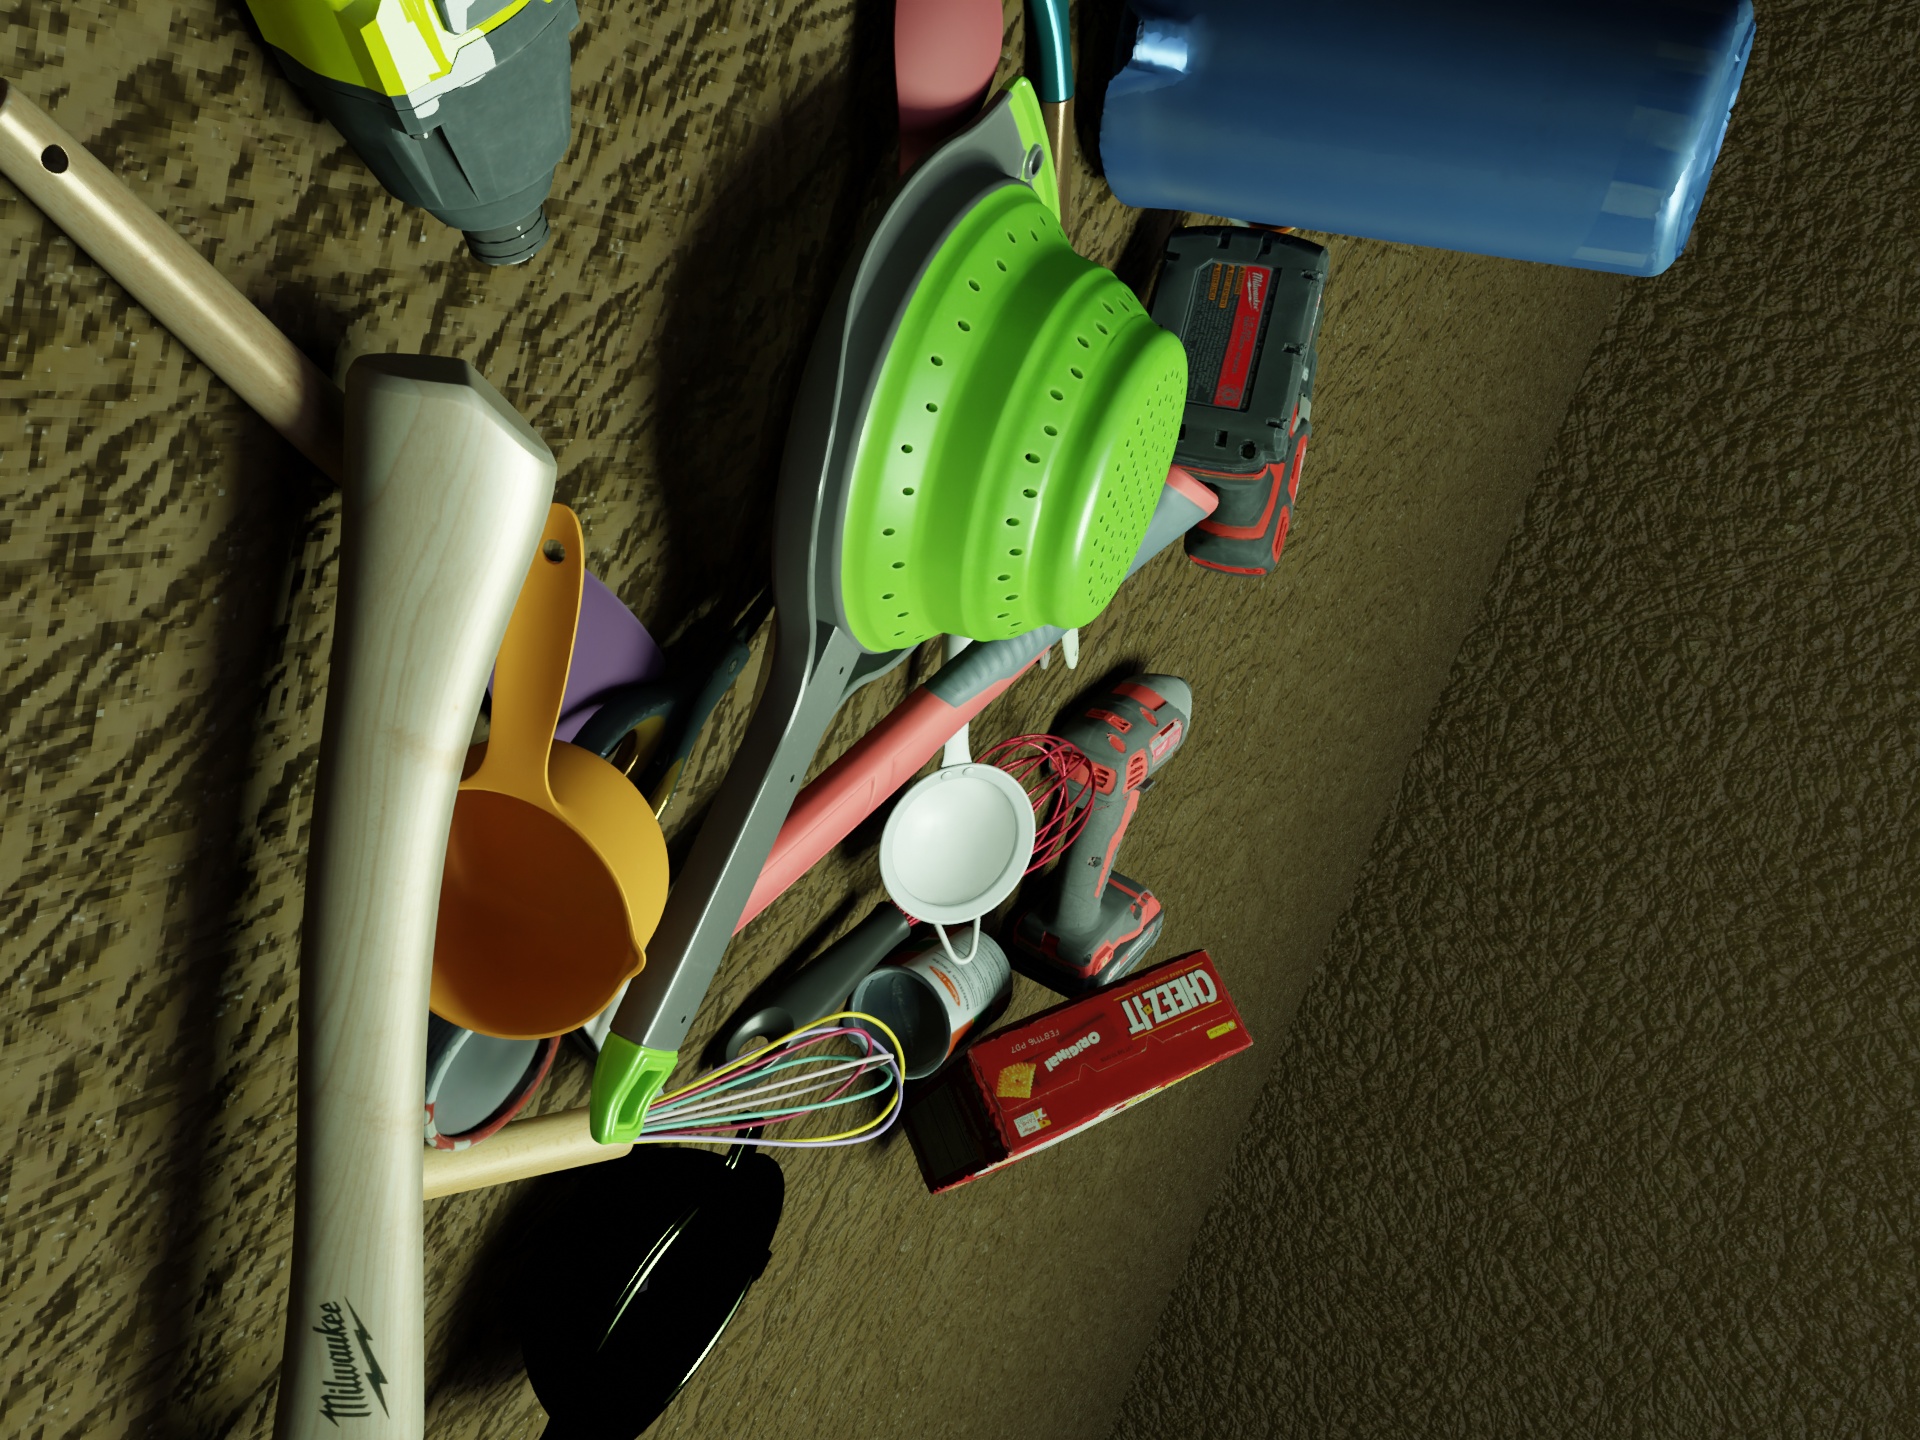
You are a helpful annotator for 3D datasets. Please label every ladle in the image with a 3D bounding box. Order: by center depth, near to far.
[{"bbox_3d":[-0.037,-0.124,0.578,0.069,0.031,0.315,-21,131,-64],"label":"ladle"}]

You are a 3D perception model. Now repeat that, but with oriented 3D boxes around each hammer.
[{"bbox_3d":[-0.179,0.101,0.451,0.146,0.038,0.410,3,114,-23],"label":"hammer"},{"bbox_3d":[-0.018,0.012,0.711,0.386,0.038,0.143,-42,152,-24],"label":"hammer"}]

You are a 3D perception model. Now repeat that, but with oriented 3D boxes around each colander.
[{"bbox_3d":[-0.011,-0.024,0.563,0.397,0.094,0.204,-66,165,-8],"label":"colander"}]

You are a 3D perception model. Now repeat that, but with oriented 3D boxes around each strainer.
[{"bbox_3d":[-0.179,0.278,0.683,0.256,0.069,0.151,-46,155,-36],"label":"strainer"},{"bbox_3d":[-0.001,-0.002,0.780,0.087,0.050,0.258,-8,116,-24],"label":"strainer"}]

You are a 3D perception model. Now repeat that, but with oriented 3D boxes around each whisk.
[{"bbox_3d":[-0.118,0.155,0.638,0.244,0.051,0.047,-1,112,-42],"label":"whisk"},{"bbox_3d":[-0.022,0.094,0.846,0.296,0.073,0.073,-40,149,-35],"label":"whisk"}]

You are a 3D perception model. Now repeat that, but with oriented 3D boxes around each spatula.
[{"bbox_3d":[-0.151,-0.056,0.437,0.060,0.018,0.315,-60,159,-14],"label":"spatula"},{"bbox_3d":[0.043,-0.226,0.648,0.082,0.044,0.317,-34,149,-25],"label":"spatula"}]

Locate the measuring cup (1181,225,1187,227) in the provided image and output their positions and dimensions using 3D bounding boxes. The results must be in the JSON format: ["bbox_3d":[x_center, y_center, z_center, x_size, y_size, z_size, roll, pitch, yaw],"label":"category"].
[{"bbox_3d":[0.099,-0.187,0.858,0.062,0.029,0.156,-28,128,-64],"label":"measuring cup"}]

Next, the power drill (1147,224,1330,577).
[{"bbox_3d":[0.159,-0.191,0.869,0.226,0.080,0.188,29,74,-73],"label":"power drill"}]

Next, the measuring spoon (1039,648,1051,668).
[{"bbox_3d":[0.040,-0.058,0.878,0.124,0.018,0.034,77,28,-68],"label":"measuring spoon"}]

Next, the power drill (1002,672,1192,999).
[{"bbox_3d":[0.103,0.072,1.085,0.143,0.079,0.219,-36,142,-49],"label":"power drill"}]

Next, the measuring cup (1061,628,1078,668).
[{"bbox_3d":[0.072,-0.078,0.856,0.167,0.038,0.083,80,25,-54],"label":"measuring cup"}]

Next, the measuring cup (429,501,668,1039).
[{"bbox_3d":[-0.124,0.011,0.477,0.052,0.095,0.173,-68,174,-67],"label":"measuring cup"}]

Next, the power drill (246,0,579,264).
[{"bbox_3d":[-0.069,-0.223,0.359,0.223,0.080,0.171,-49,153,-24],"label":"power drill"}]
